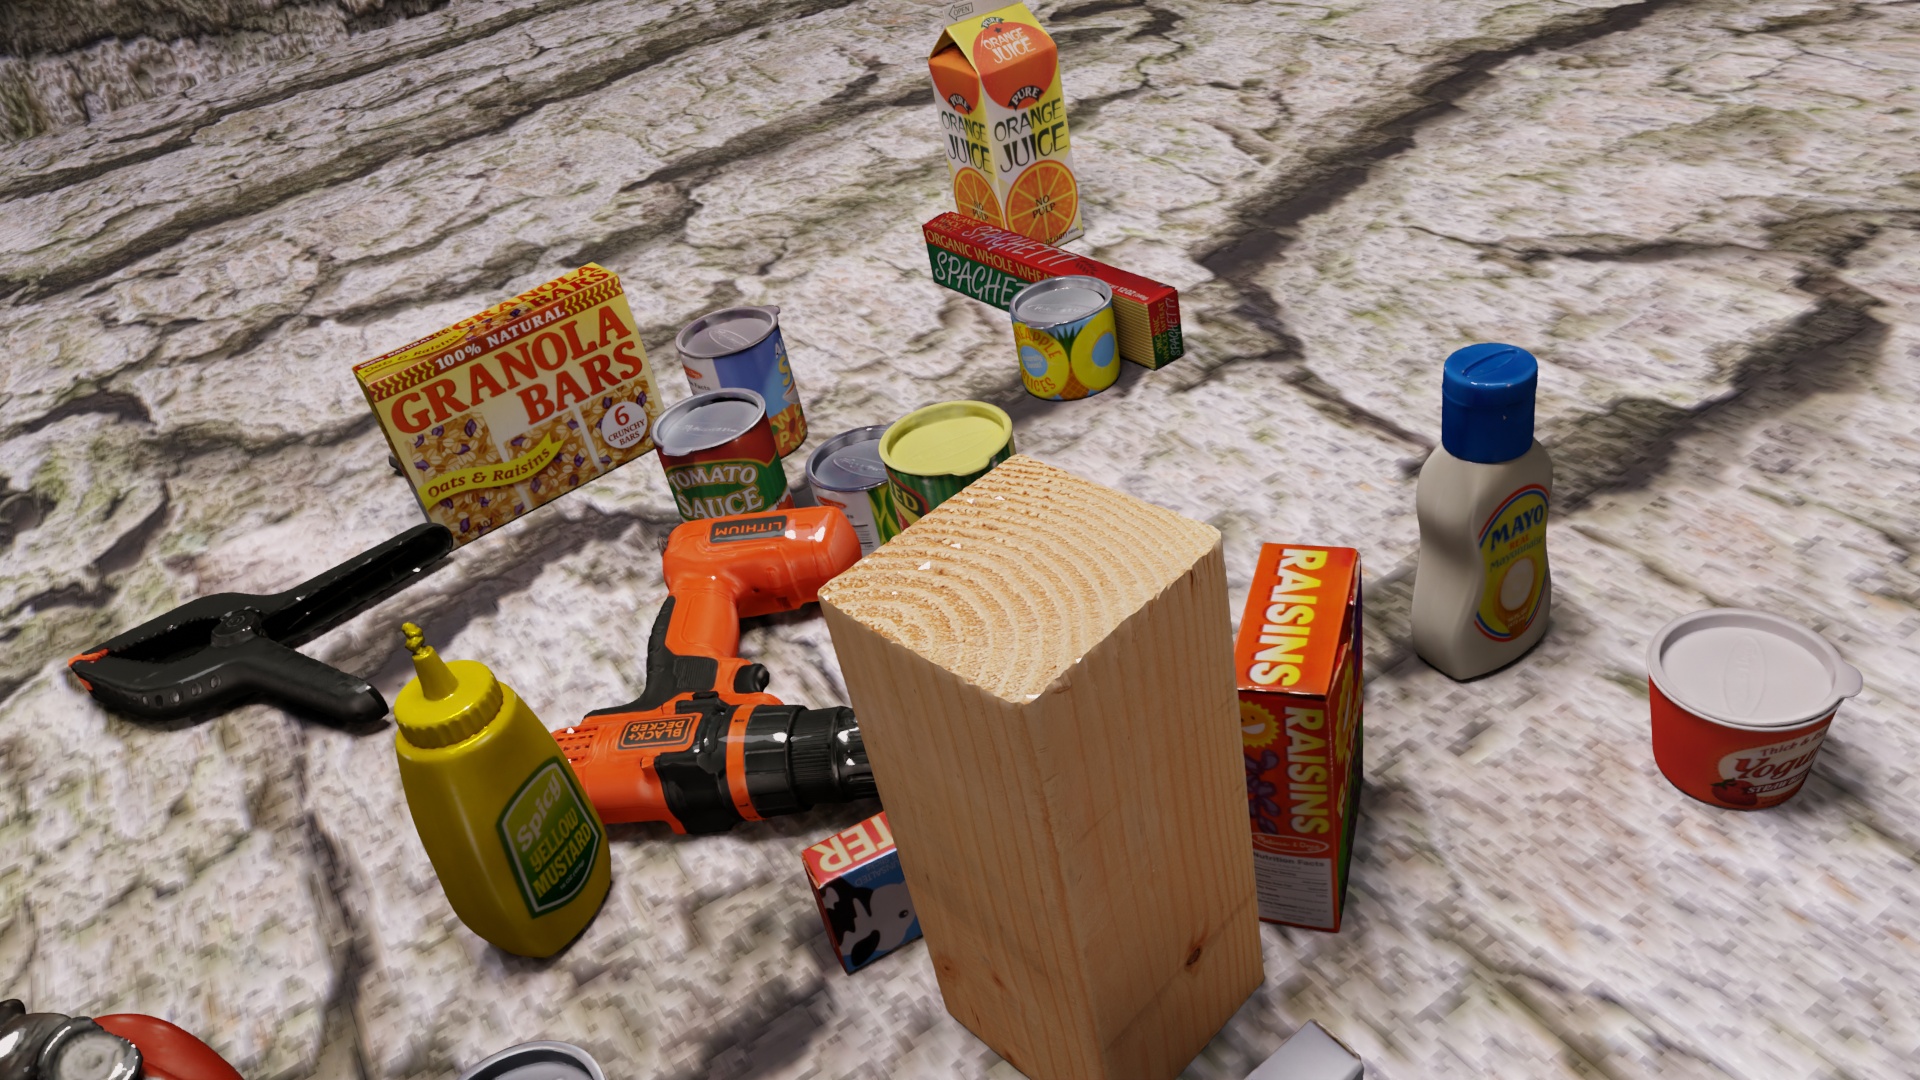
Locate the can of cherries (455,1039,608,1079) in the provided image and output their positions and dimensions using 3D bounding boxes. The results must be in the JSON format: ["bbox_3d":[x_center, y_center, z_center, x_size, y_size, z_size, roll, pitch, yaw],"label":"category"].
[{"bbox_3d":[-0.140,0.216,0.468,0.071,0.058,0.072,-8,35,6],"label":"can of cherries"}]

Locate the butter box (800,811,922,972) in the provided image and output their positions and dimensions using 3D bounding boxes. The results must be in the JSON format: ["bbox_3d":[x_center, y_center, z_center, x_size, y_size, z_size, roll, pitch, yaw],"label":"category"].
[{"bbox_3d":[-0.009,0.127,0.558,0.104,0.053,0.024,-24,36,-16],"label":"butter box"}]

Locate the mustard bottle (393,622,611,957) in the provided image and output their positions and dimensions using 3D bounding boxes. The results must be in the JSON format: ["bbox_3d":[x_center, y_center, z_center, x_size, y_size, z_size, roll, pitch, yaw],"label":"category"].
[{"bbox_3d":[-0.191,0.098,0.561,0.049,0.159,0.066,5,38,25],"label":"mustard bottle"}]

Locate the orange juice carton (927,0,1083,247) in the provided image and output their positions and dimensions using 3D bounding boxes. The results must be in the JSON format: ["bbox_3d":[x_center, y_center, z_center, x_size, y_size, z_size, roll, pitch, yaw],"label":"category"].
[{"bbox_3d":[0.033,-0.315,1.049,0.072,0.191,0.073,-28,37,-21],"label":"orange juice carton"}]

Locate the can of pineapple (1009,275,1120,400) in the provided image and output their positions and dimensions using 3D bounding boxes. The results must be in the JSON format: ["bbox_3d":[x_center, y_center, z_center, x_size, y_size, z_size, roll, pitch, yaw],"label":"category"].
[{"bbox_3d":[0.067,-0.130,0.894,0.071,0.057,0.071,-8,35,6],"label":"can of pineapple"}]

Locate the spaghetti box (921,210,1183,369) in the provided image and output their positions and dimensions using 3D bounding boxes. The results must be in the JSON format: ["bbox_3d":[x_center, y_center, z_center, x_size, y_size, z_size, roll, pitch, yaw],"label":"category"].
[{"bbox_3d":[0.058,-0.180,0.975,0.029,0.050,0.250,-31,39,-25],"label":"spaghetti box"}]

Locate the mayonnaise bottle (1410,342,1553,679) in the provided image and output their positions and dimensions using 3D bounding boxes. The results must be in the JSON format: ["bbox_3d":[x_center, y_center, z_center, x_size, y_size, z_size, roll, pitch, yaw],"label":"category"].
[{"bbox_3d":[0.226,-0.012,0.598,0.065,0.147,0.041,-26,36,-18],"label":"mayonnaise bottle"}]

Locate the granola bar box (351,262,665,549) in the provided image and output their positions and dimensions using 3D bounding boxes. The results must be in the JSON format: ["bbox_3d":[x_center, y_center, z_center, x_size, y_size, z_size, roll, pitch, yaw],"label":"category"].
[{"bbox_3d":[-0.279,-0.087,0.883,0.166,0.123,0.039,-31,38,-25],"label":"granola bar box"}]

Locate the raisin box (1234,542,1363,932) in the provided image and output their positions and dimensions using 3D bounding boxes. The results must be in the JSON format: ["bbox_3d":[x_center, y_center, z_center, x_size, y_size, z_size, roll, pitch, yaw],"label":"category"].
[{"bbox_3d":[0.130,0.074,0.527,0.040,0.122,0.086,4,38,22],"label":"raisin box"}]

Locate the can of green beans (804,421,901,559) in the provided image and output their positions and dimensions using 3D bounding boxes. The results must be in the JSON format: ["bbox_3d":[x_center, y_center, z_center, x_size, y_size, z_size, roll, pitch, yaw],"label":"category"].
[{"bbox_3d":[-0.048,-0.024,0.780,0.071,0.057,0.071,-8,35,6],"label":"can of green beans"}]

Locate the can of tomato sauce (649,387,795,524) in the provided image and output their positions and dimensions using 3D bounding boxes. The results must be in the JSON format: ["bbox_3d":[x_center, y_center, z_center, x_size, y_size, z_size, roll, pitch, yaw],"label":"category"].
[{"bbox_3d":[-0.135,-0.035,0.800,0.071,0.082,0.071,-8,35,6],"label":"can of tomato sauce"}]

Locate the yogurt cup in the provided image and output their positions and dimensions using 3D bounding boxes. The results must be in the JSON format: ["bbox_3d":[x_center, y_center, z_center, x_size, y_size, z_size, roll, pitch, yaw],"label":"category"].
[{"bbox_3d":[0.304,0.067,0.544,0.072,0.053,0.073,-8,35,6],"label":"yogurt cup"}]

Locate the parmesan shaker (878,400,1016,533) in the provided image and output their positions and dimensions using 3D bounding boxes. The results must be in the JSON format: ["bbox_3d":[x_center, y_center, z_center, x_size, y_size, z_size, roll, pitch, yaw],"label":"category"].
[{"bbox_3d":[0.003,-0.009,0.703,0.071,0.102,0.072,-9,35,6],"label":"parmesan shaker"}]

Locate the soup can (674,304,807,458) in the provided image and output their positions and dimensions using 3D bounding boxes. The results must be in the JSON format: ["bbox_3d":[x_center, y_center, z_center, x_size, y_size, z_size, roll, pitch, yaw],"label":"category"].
[{"bbox_3d":[-0.137,-0.100,0.893,0.071,0.083,0.072,-8,35,6],"label":"soup can"}]

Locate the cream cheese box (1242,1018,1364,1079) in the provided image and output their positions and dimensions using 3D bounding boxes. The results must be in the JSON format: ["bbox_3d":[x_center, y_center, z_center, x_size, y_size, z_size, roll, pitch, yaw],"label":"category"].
[{"bbox_3d":[0.082,0.200,0.426,0.104,0.053,0.024,-31,38,-24],"label":"cream cheese box"}]
